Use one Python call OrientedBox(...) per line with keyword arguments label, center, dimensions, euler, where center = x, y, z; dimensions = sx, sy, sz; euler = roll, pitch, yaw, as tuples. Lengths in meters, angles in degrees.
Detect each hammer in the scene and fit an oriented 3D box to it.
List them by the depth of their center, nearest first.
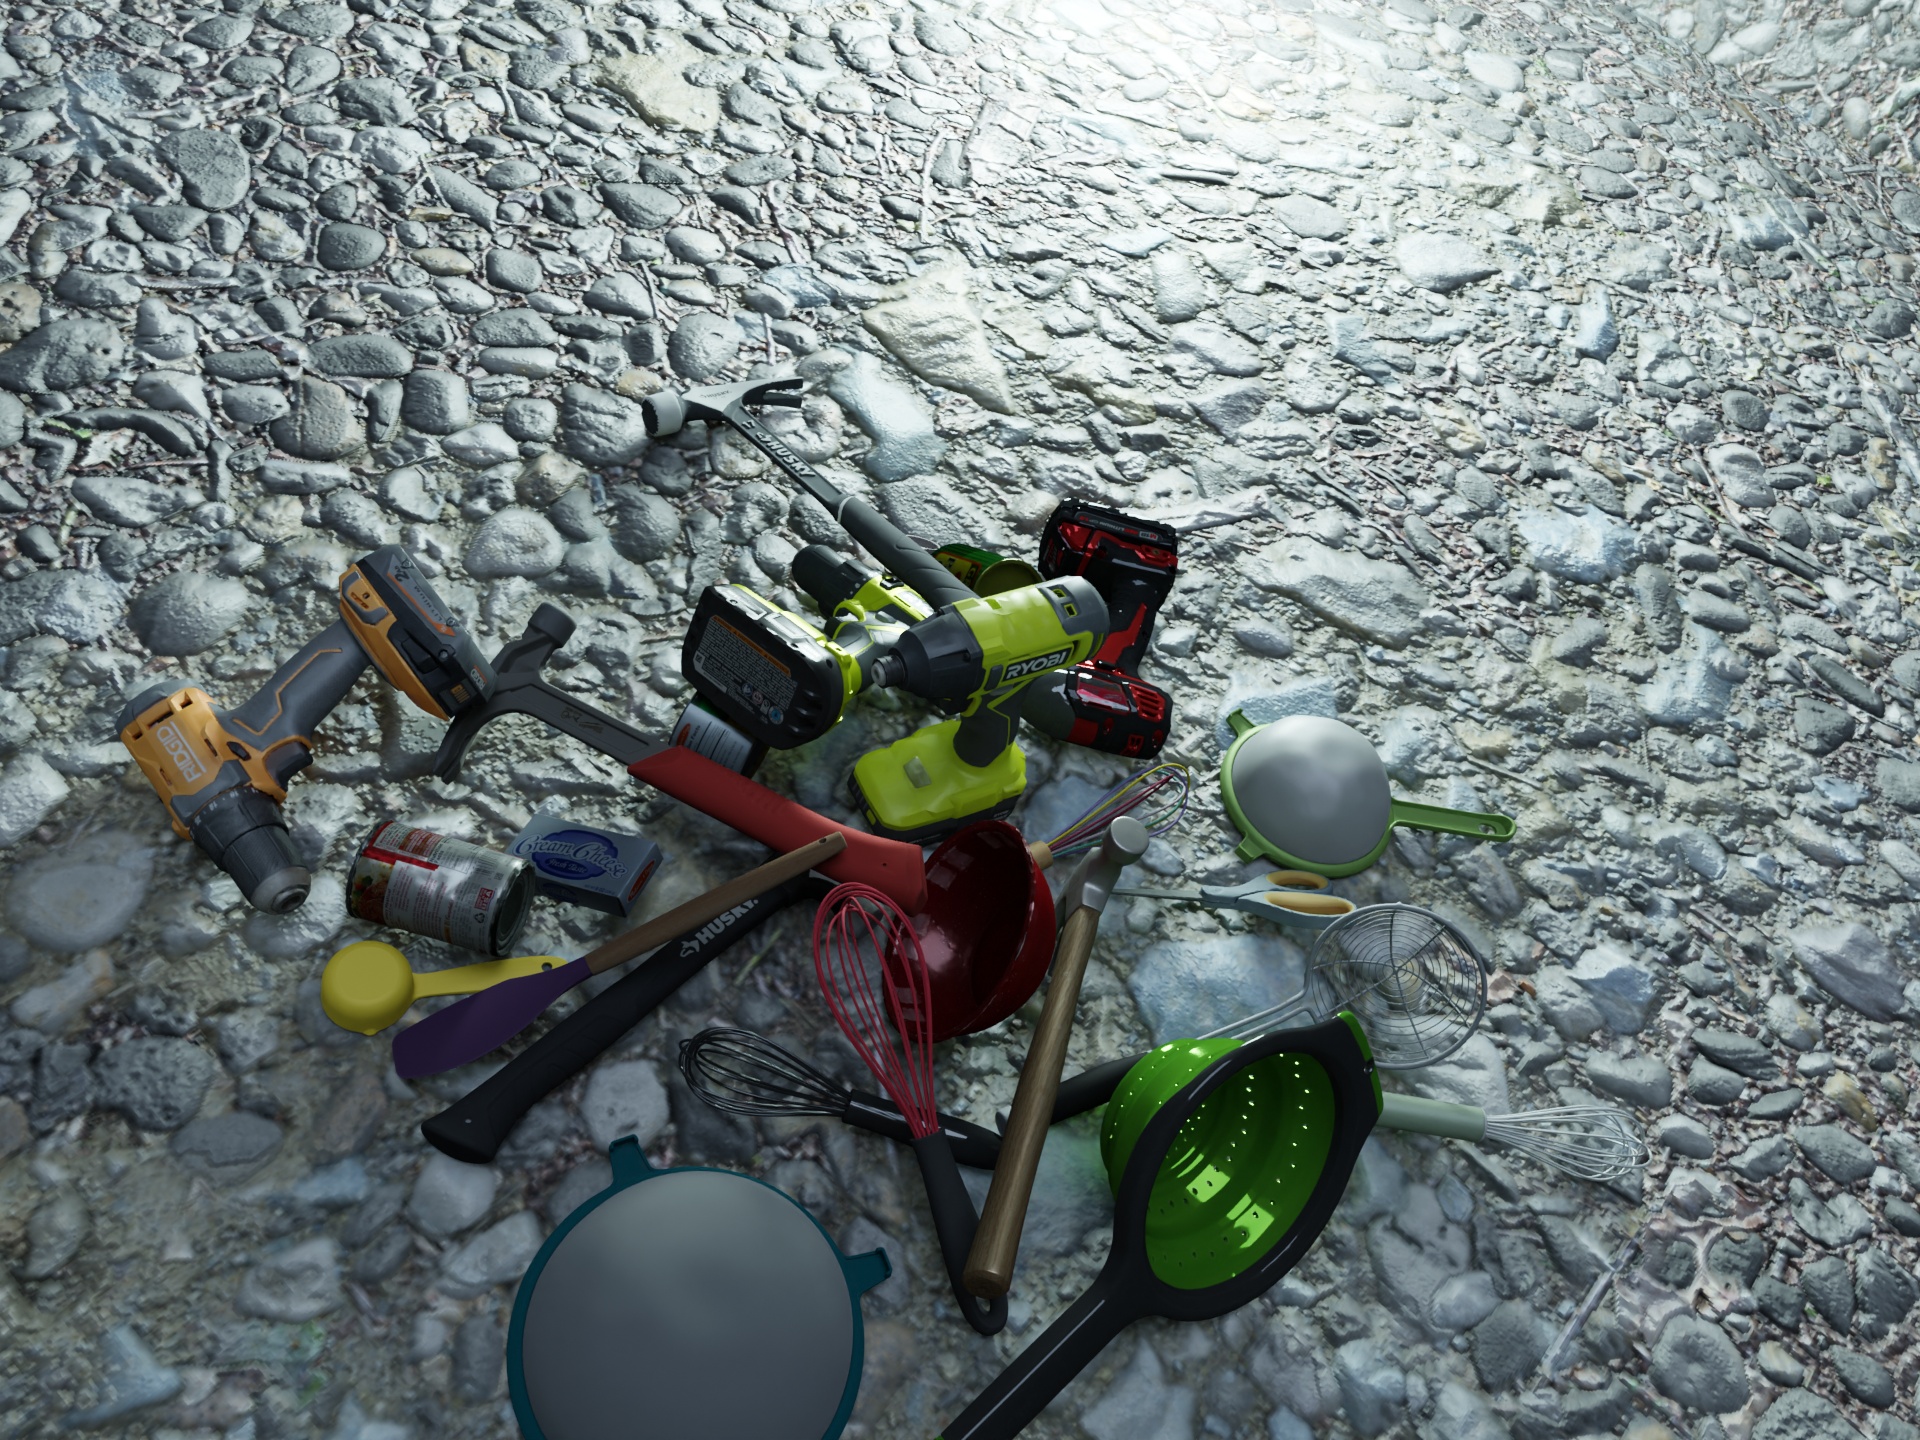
OrientedBox(label="hammer", center=(0.056, 0.219, 1.041), dimensions=(0.031, 0.130, 0.331), euler=(25, 47, -5))
OrientedBox(label="hammer", center=(-0.214, 0.174, 1.067), dimensions=(0.146, 0.035, 0.335), euler=(42, 54, 15))
OrientedBox(label="hammer", center=(-0.187, 0.051, 1.107), dimensions=(0.359, 0.036, 0.149), euler=(26, 74, 13))
OrientedBox(label="hammer", center=(-0.100, -0.182, 1.308), dimensions=(0.149, 0.036, 0.409), euler=(-21, 47, -32))

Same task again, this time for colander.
OrientedBox(label="colander", center=(0.098, 0.323, 1.007), dimensions=(0.397, 0.204, 0.095), euler=(-38, 36, -19))

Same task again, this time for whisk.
OrientedBox(label="whisk", center=(-0.027, 0.244, 1.010), dimensions=(0.073, 0.073, 0.296), euler=(-15, 81, -26))
OrientedBox(label="whisk", center=(-0.072, 0.253, 1.042), dimensions=(0.239, 0.055, 0.055), euler=(19, 51, -7))
OrientedBox(label="whisk", center=(0.382, 0.293, 1.151), dimensions=(0.246, 0.057, 0.059), euler=(10, 17, -5))
OrientedBox(label="whisk", center=(0.081, 0.089, 1.214), dimensions=(0.245, 0.047, 0.051), euler=(-24, 65, -26))

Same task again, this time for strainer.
OrientedBox(label="strainer", center=(-0.173, 0.389, 0.876), dimensions=(0.211, 0.095, 0.341), euler=(24, 50, 2))
OrientedBox(label="strainer", center=(0.343, 0.057, 1.297), dimensions=(0.256, 0.069, 0.152), euler=(10, 52, -7))

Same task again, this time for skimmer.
OrientedBox(label="skimmer", center=(0.200, 0.227, 1.113), dimensions=(0.363, 0.090, 0.127), euler=(-16, 99, -23))

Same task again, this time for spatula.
OrientedBox(label="spatula", center=(-0.216, 0.148, 1.029), dimensions=(0.316, 0.018, 0.060), euler=(-26, 37, -11))

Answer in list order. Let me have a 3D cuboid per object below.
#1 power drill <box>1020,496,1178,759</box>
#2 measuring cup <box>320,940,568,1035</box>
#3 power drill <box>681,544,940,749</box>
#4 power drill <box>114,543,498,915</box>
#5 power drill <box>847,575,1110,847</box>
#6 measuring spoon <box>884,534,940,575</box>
OrientedBox(label="power drill", center=(0.109, -0.075, 1.328), dimensions=(0.143, 0.078, 0.220), euler=(14, 54, -6))
OrientedBox(label="measuring cup", center=(-0.335, 0.165, 1.039), dimensions=(0.156, 0.029, 0.062), euler=(-5, 55, -19))
OrientedBox(label="power drill", center=(-0.103, -0.066, 1.218), dimensions=(0.191, 0.080, 0.228), euler=(36, 28, 21))
OrientedBox(label="power drill", center=(-0.429, 0.007, 1.075), dimensions=(0.226, 0.084, 0.185), euler=(-37, 69, -14))
OrientedBox(label="power drill", center=(-0.002, -0.004, 1.142), dimensions=(0.171, 0.223, 0.080), euler=(-17, 60, -27))
OrientedBox(label="measuring spoon", center=(-0.045, -0.132, 1.329), dimensions=(0.034, 0.018, 0.124), euler=(20, 22, 5))
